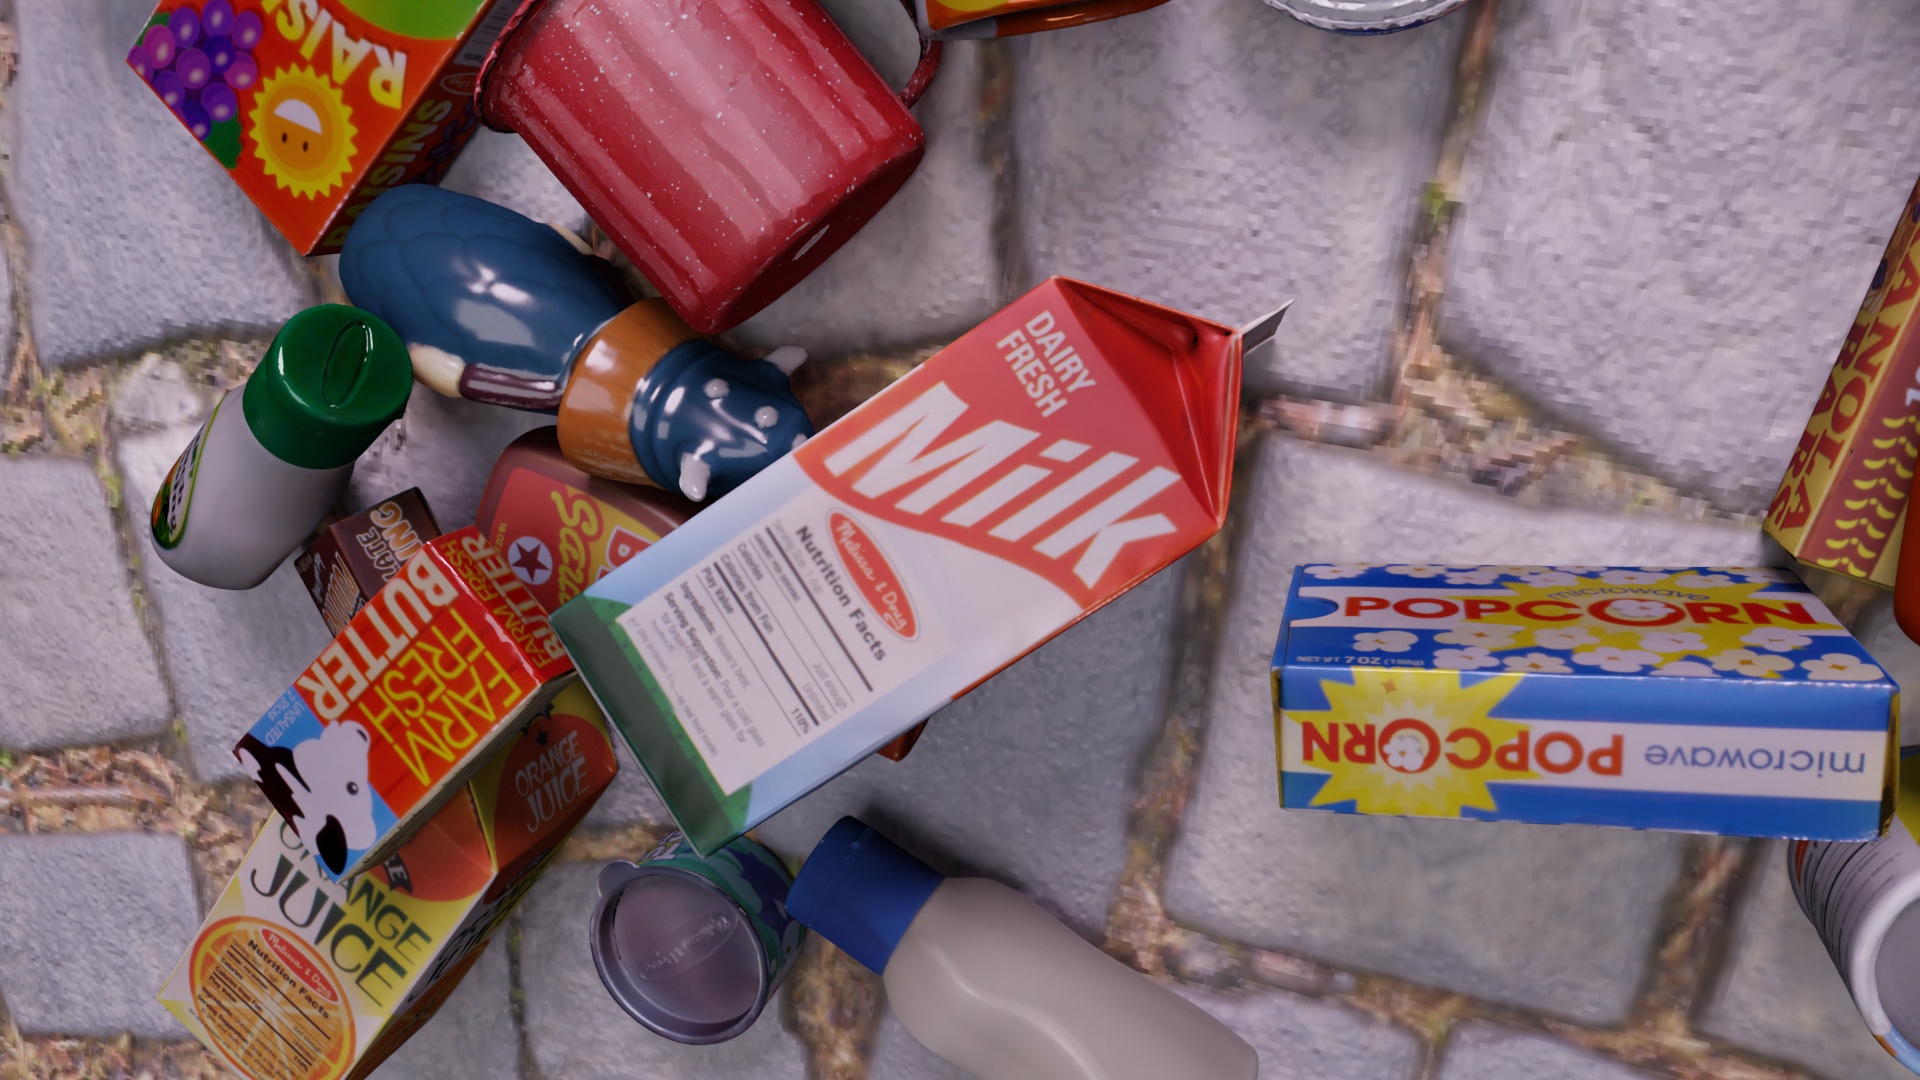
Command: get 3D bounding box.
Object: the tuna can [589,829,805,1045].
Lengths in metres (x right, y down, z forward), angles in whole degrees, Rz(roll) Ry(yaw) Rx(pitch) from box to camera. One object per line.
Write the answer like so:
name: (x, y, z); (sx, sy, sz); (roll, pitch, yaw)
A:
tuna can: (-0.090, 0.131, 0.470); (0.071, 0.033, 0.071); (5, 106, 16)

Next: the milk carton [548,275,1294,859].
milk carton: (0.001, -0.004, 0.358); (0.190, 0.072, 0.073); (-33, 88, 8)

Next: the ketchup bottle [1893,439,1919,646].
ketchup bottle: (0.228, -0.047, 0.268); (0.065, 0.044, 0.148); (2, 104, 7)

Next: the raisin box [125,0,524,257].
raisin box: (-0.181, -0.158, 0.416); (0.123, 0.040, 0.086); (-43, 90, 22)

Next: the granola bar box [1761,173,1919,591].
granola bar box: (0.273, -0.055, 0.298); (0.124, 0.039, 0.165); (18, 109, 13)

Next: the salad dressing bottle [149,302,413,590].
salad dressing bottle: (-0.211, -0.027, 0.428); (0.044, 0.064, 0.147); (24, 148, -32)

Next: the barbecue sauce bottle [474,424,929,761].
barbecue sauce bottle: (-0.077, 0.020, 0.429); (0.148, 0.044, 0.064); (24, 114, 10)

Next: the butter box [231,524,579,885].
butter box: (-0.157, 0.047, 0.395); (0.103, 0.024, 0.053); (-42, 86, 21)

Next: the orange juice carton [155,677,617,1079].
orange juice carton: (-0.187, 0.105, 0.473); (0.073, 0.072, 0.192); (41, 113, 3)

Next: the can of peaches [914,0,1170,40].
can of peaches: (0.020, -0.156, 0.336); (0.071, 0.071, 0.058); (-3, 105, 19)

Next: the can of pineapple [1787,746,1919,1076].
can of pineapple: (0.247, 0.092, 0.337); (0.071, 0.058, 0.070); (5, 106, 16)

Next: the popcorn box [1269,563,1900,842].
popcorn box: (0.144, 0.035, 0.339); (0.127, 0.085, 0.038); (0, 106, 18)

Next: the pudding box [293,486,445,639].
pudding box: (-0.185, 0.017, 0.450); (0.083, 0.030, 0.049); (-16, 102, 57)

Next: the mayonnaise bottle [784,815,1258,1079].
mayonnaise bottle: (0.016, 0.139, 0.425); (0.148, 0.065, 0.041); (31, 116, 12)
